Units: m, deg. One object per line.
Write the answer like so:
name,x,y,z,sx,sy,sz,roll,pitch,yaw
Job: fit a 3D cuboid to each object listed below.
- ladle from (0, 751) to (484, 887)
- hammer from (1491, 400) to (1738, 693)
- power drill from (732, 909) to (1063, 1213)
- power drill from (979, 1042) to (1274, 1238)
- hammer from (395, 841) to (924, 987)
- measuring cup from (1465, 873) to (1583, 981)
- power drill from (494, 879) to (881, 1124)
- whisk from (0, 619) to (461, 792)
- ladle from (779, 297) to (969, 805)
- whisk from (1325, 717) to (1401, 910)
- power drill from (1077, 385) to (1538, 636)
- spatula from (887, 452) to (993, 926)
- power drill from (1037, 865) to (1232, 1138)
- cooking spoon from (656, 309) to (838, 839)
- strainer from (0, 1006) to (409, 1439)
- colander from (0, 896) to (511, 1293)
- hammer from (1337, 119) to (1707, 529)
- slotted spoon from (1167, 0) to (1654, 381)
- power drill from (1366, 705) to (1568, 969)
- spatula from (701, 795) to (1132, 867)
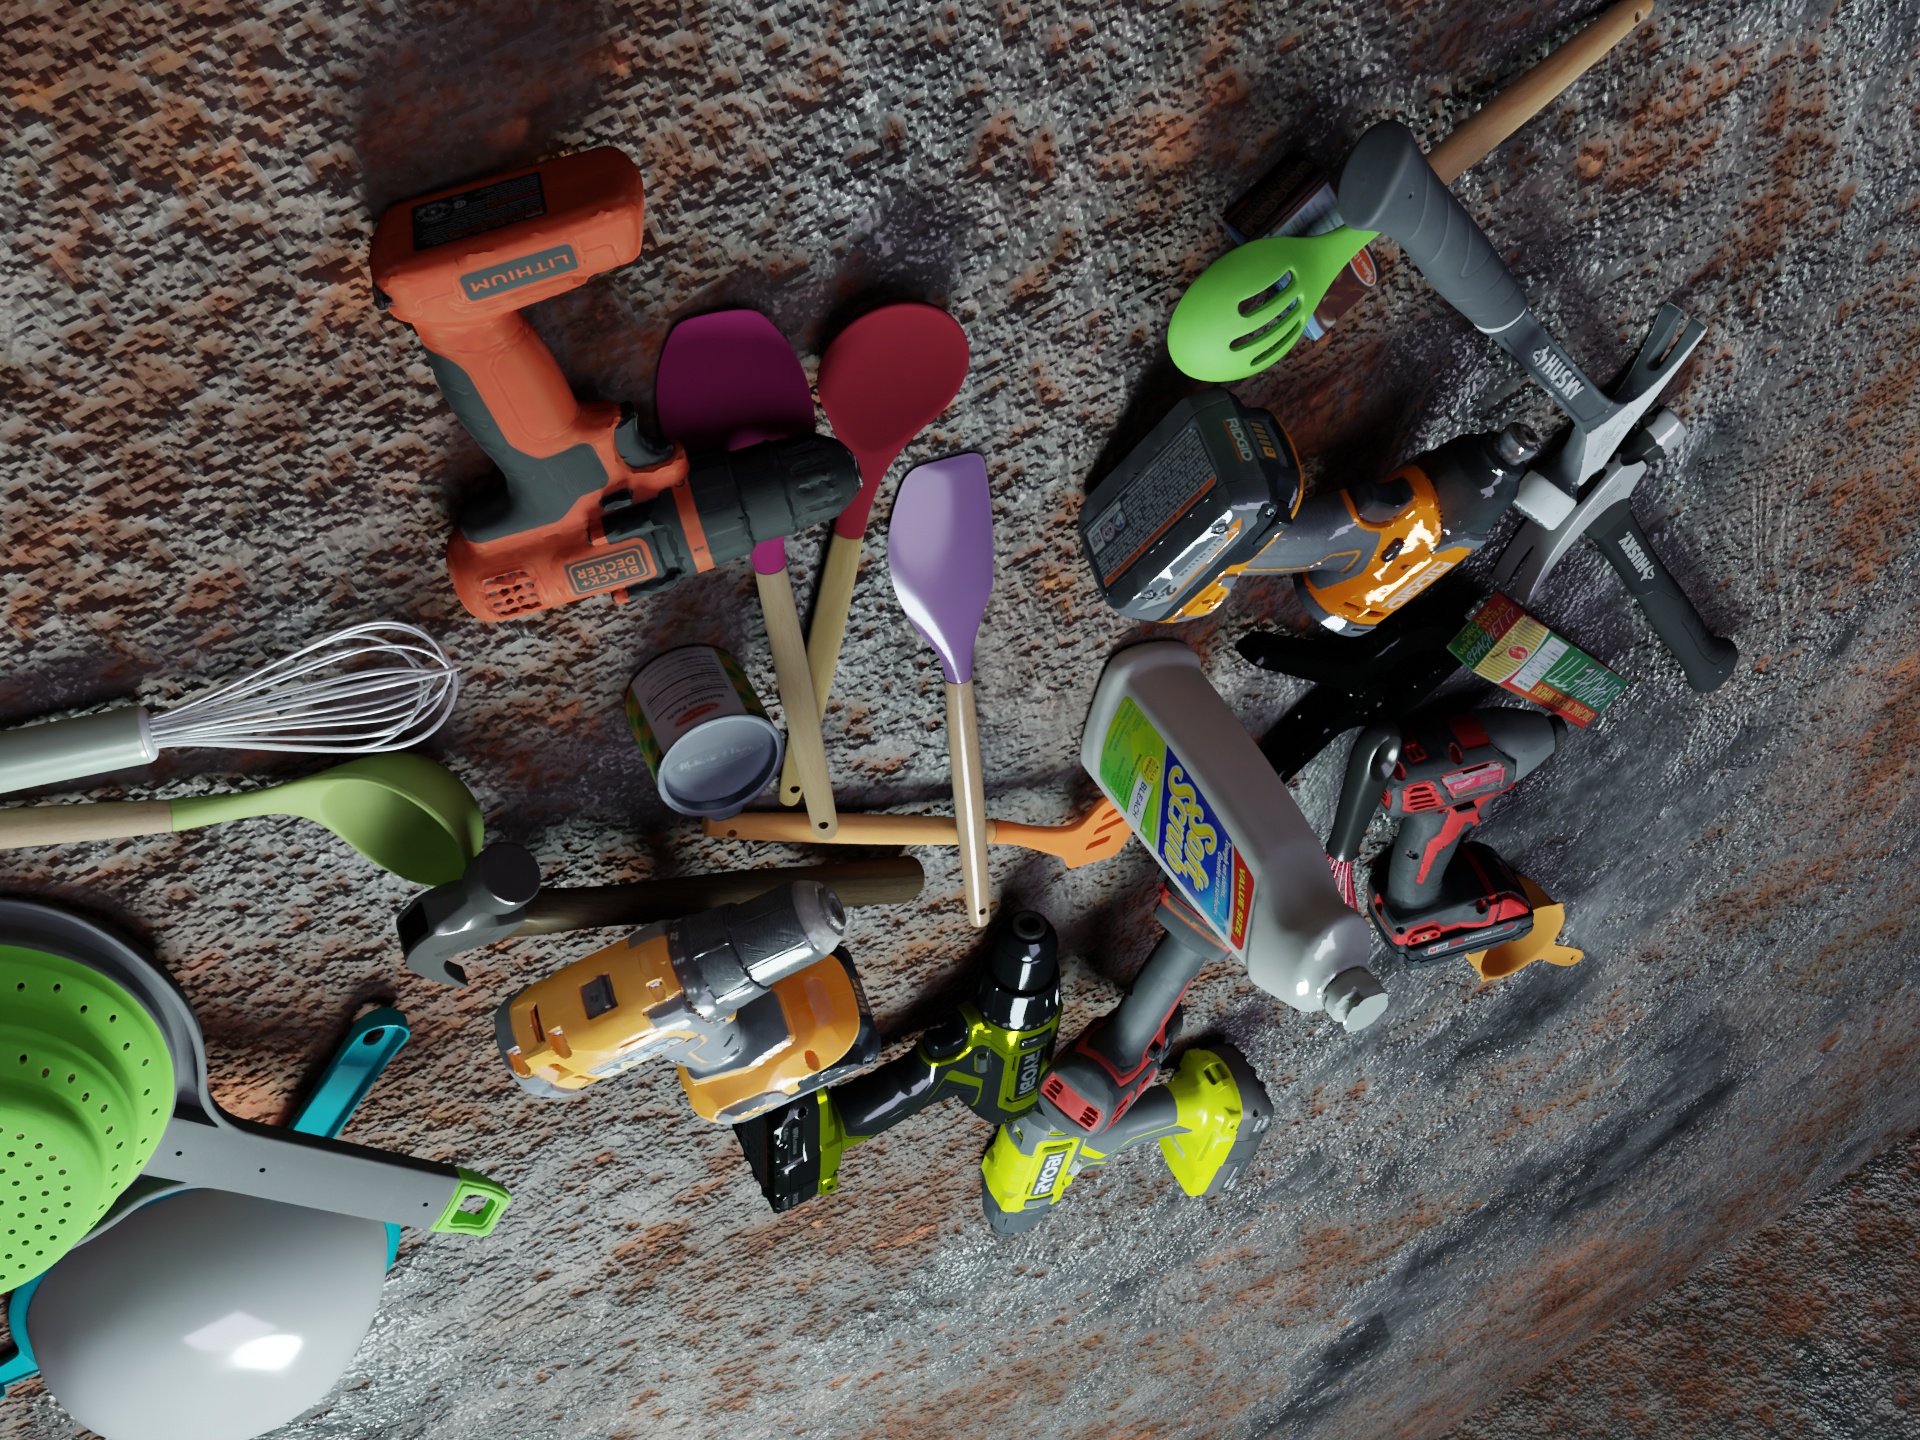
ladle,-0.373,0.054,0.694,0.320,0.062,0.078,-4,150,-27
hammer,0.493,-0.091,1.140,0.146,0.035,0.334,-46,138,12
power drill,-0.034,0.223,1.063,0.228,0.080,0.190,-17,138,-23
power drill,0.127,0.343,1.285,0.223,0.080,0.171,-4,130,-25
hammer,-0.145,0.097,0.857,0.130,0.031,0.331,-32,158,37
measuring cup,0.491,0.182,1.388,0.173,0.052,0.095,19,117,-45
power drill,-0.119,0.154,0.876,0.185,0.084,0.226,-26,156,10
whisk,-0.339,0.003,0.679,0.246,0.059,0.058,-13,98,-18
ladle,-0.059,-0.073,0.800,0.069,0.031,0.315,2,130,-19
whisk,0.270,0.106,1.147,0.073,0.073,0.295,-16,139,-20
power drill,0.196,-0.115,0.859,0.226,0.084,0.164,1,150,-35
spatula,-0.001,-0.003,0.887,0.060,0.018,0.315,-18,128,-17
power drill,0.151,0.175,1.113,0.188,0.080,0.226,-22,144,-61
cooking spoon,-0.090,-0.056,0.785,0.068,0.017,0.318,-11,131,-4
strainer,-0.388,0.306,0.893,0.210,0.095,0.340,18,119,-42
colander,-0.387,0.218,0.755,0.396,0.095,0.204,27,98,-36
hammer,0.297,-0.213,0.842,0.149,0.036,0.408,-53,147,16
slotted spoon,0.226,-0.264,0.769,0.314,0.031,0.070,-40,137,-11
power drill,0.373,0.080,1.182,0.143,0.079,0.219,-16,134,-3
spatula,-0.007,0.061,0.968,0.322,0.041,0.081,4,127,-31
